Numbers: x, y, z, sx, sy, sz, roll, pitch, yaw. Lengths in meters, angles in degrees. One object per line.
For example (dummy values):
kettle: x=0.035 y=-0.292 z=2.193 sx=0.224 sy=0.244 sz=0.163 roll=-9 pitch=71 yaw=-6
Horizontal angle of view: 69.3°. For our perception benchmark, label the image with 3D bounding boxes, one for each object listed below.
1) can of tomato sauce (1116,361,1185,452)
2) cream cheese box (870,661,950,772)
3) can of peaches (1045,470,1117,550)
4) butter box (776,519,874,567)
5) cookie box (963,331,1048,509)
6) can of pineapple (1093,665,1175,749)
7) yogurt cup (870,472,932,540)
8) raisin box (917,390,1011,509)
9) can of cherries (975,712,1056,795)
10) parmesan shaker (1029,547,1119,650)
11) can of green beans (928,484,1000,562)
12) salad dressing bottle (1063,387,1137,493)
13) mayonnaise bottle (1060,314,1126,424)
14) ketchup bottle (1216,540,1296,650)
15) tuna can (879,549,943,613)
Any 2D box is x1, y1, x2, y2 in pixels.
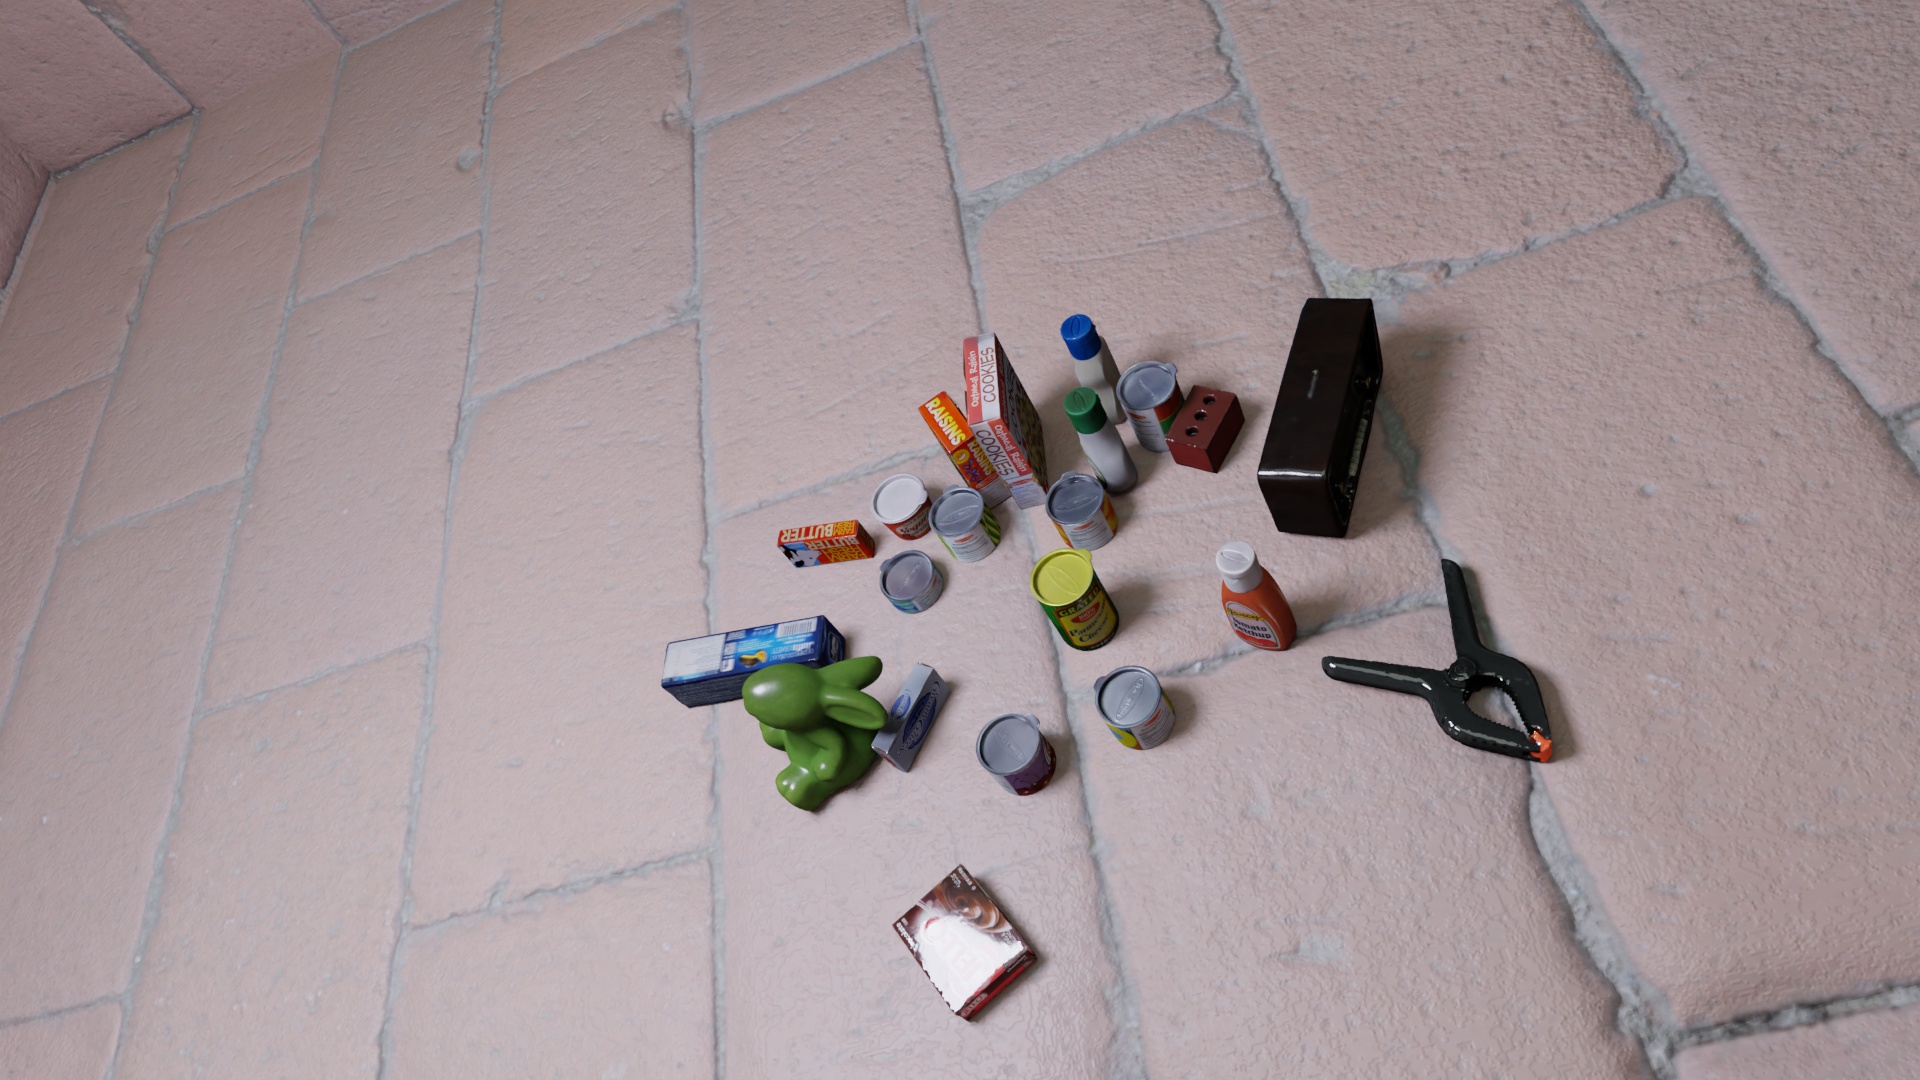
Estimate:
can of tomato sauce: x=0.216 y=-0.148 z=1.529 sx=0.071 sy=0.082 sz=0.071 roll=-12 pitch=54 yaw=17
cream cheese box: x=-0.051 y=0.184 z=1.447 sx=0.024 sy=0.053 sz=0.104 roll=15 pitch=66 yaw=32
can of peaches: x=0.132 y=-0.032 z=1.506 sx=0.071 sy=0.058 sz=0.071 roll=-12 pitch=54 yaw=17
butter box: x=-0.156 y=0.004 z=1.617 sx=0.103 sy=0.053 sz=0.024 roll=-8 pitch=56 yaw=20
cookie box: x=0.050 y=-0.131 z=1.540 sx=0.040 sy=0.167 sz=0.123 roll=-15 pitch=54 yaw=16
can of pineapple: x=0.170 y=0.163 z=1.358 sx=0.071 sy=0.057 sz=0.071 roll=-12 pitch=54 yaw=17
yogurt cup: x=-0.063 y=-0.036 z=1.601 sx=0.072 sy=0.053 sz=0.073 roll=-12 pitch=54 yaw=17
raisin box: x=0.006 y=-0.100 z=1.568 sx=0.040 sy=0.123 sz=0.086 roll=-34 pitch=51 yaw=1
can of cherries: x=0.058 y=0.211 z=1.376 sx=0.071 sy=0.058 sz=0.072 roll=-12 pitch=54 yaw=17
parmesan shaker: x=0.120 y=0.060 z=1.420 sx=0.071 sy=0.102 sz=0.071 roll=-12 pitch=54 yaw=17
can of green beans: x=0.006 y=-0.018 z=1.555 sx=0.071 sy=0.057 sz=0.071 roll=-12 pitch=54 yaw=17
salad dressing bottle: x=0.150 y=-0.108 z=1.491 sx=0.044 sy=0.147 sz=0.064 roll=-26 pitch=52 yaw=8
mayonnaise bottle: x=0.150 y=-0.193 z=1.548 sx=0.041 sy=0.147 sz=0.065 roll=-8 pitch=56 yaw=20
ketchup bottle: x=0.277 y=0.052 z=1.325 sx=0.065 sy=0.148 sz=0.044 roll=18 pitch=68 yaw=33
tuna can: x=-0.057 y=0.046 z=1.556 sx=0.071 sy=0.032 sz=0.071 roll=-12 pitch=54 yaw=17
